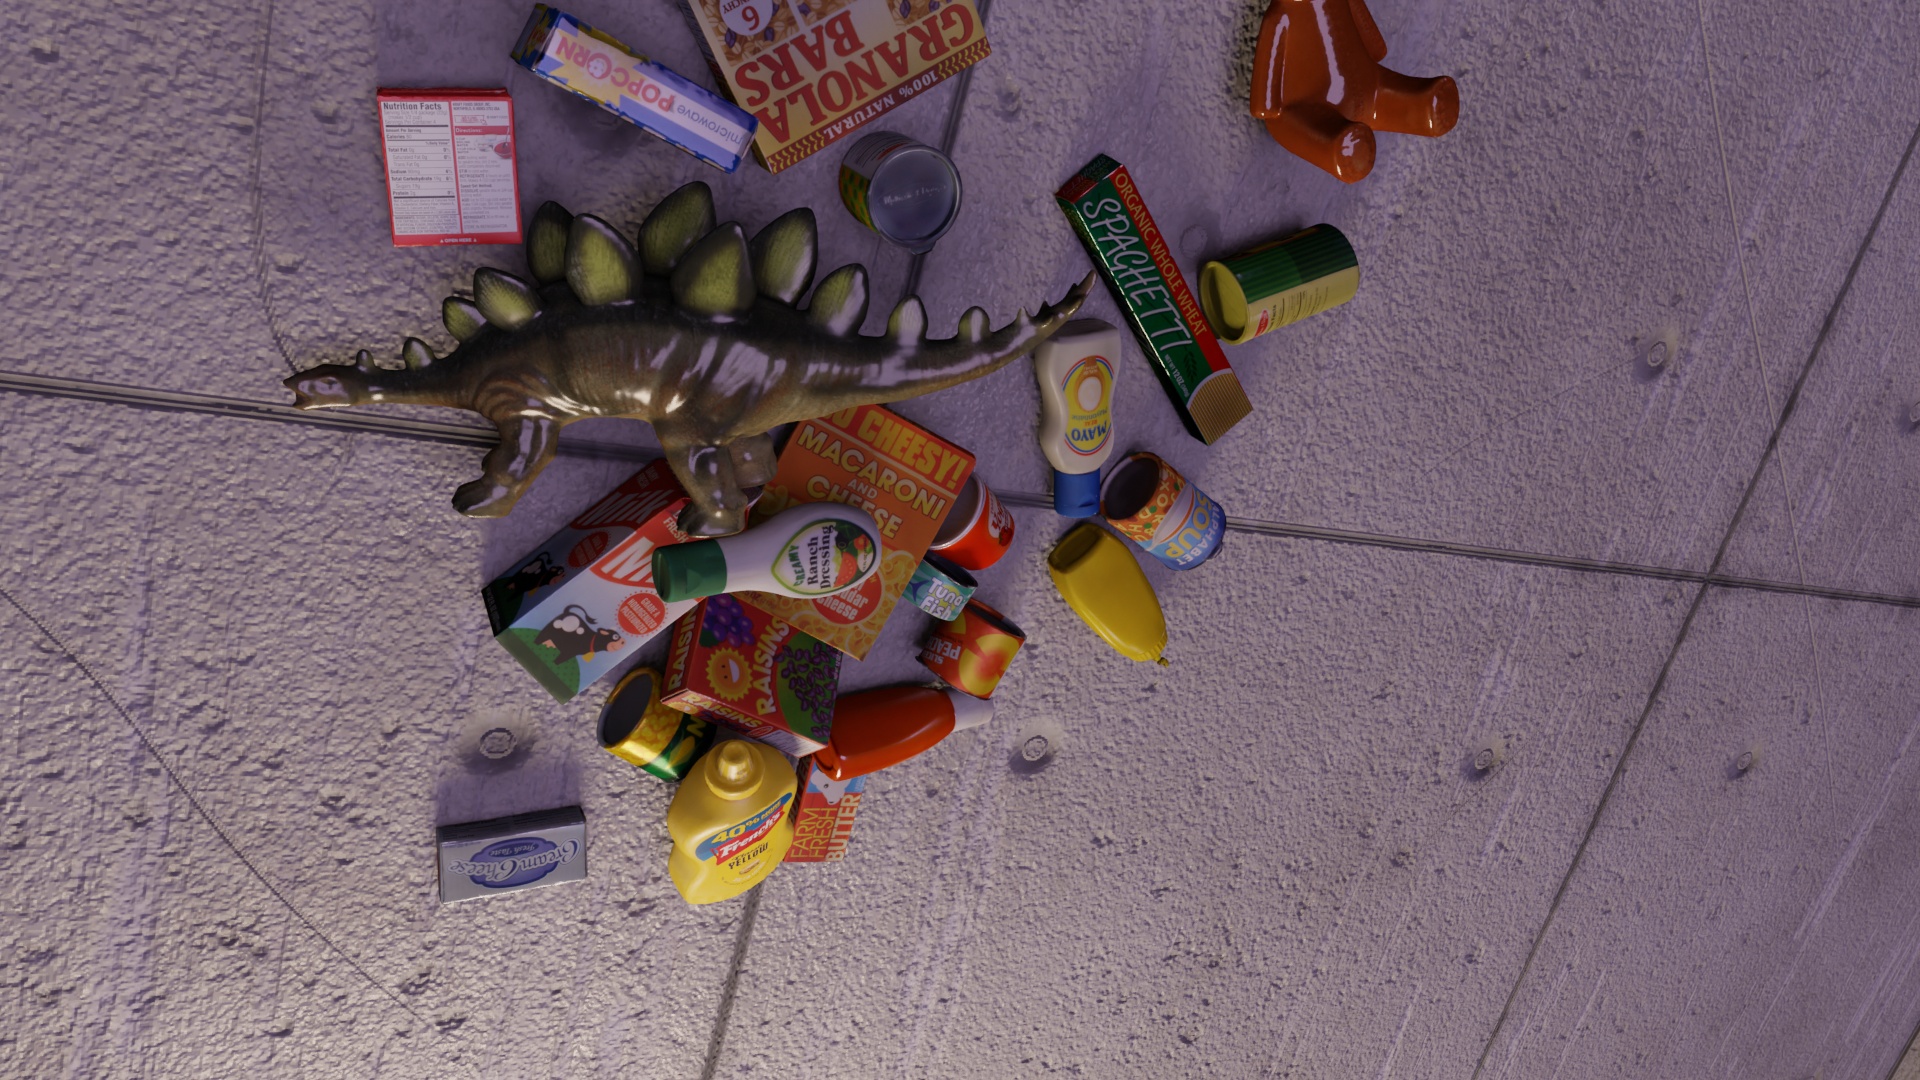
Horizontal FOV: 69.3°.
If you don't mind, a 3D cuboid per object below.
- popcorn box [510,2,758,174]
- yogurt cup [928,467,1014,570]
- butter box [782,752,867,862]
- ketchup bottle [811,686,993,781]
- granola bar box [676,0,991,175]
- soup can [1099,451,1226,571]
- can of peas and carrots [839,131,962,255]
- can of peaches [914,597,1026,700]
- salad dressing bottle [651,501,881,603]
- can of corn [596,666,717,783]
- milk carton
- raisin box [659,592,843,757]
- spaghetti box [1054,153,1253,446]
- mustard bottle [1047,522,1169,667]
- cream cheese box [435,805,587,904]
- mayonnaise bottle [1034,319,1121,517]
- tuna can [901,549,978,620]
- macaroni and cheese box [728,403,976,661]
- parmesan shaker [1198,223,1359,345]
[{"bbox_3d":[-0.189,-0.263,0.808,0.126,0.085,0.038,22,102,-32],"label":"popcorn box"},{"bbox_3d":[0.004,-0.013,1.036,0.072,0.072,0.054,-49,132,2],"label":"yogurt cup"},{"bbox_3d":[-0.109,0.209,1.109,0.053,0.024,0.103,7,110,-29],"label":"butter box"},{"bbox_3d":[-0.045,0.142,1.089,0.149,0.065,0.043,-11,132,-30],"label":"ketchup bottle"},{"bbox_3d":[-0.078,-0.323,0.863,0.166,0.039,0.123,-32,123,-10],"label":"granola bar box"},{"bbox_3d":[0.162,-0.022,1.104,0.083,0.071,0.071,34,96,-34],"label":"soup can"},{"bbox_3d":[-0.039,-0.229,0.914,0.071,0.059,0.070,-11,118,-21],"label":"can of peas and carrots"},{"bbox_3d":[0.008,0.082,1.081,0.071,0.071,0.058,26,100,-33],"label":"can of peaches"},{"bbox_3d":[-0.126,0.011,0.908,0.148,0.044,0.064,-10,114,-31],"label":"salad dressing bottle"},{"bbox_3d":[-0.215,0.130,0.993,0.058,0.071,0.071,38,94,-34],"label":"can of corn"},{"bbox_3d":[-0.218,0.014,0.933,0.191,0.072,0.073,-38,125,-6],"label":"milk carton"},{"bbox_3d":[-0.148,0.094,0.999,0.123,0.040,0.086,29,54,-34],"label":"raisin box"},{"bbox_3d":[0.150,-0.176,1.051,0.050,0.029,0.249,-40,124,-5],"label":"spaghetti box"},{"bbox_3d":[0.131,0.056,1.140,0.065,0.049,0.159,-40,125,-4],"label":"mustard bottle"},{"bbox_3d":[-0.326,0.228,1.011,0.104,0.024,0.053,-5,116,-24],"label":"cream cheese box"},{"bbox_3d":[0.089,-0.091,1.054,0.065,0.041,0.147,-13,118,-22],"label":"mayonnaise bottle"},{"bbox_3d":[-0.022,0.030,1.039,0.071,0.071,0.032,27,101,-33],"label":"tuna can"},{"bbox_3d":[-0.083,-0.017,0.981,0.124,0.040,0.166,29,99,-10],"label":"macaroni and cheese box"},{"bbox_3d":[0.243,-0.196,1.067,0.103,0.071,0.071,-22,121,-16],"label":"parmesan shaker"}]
